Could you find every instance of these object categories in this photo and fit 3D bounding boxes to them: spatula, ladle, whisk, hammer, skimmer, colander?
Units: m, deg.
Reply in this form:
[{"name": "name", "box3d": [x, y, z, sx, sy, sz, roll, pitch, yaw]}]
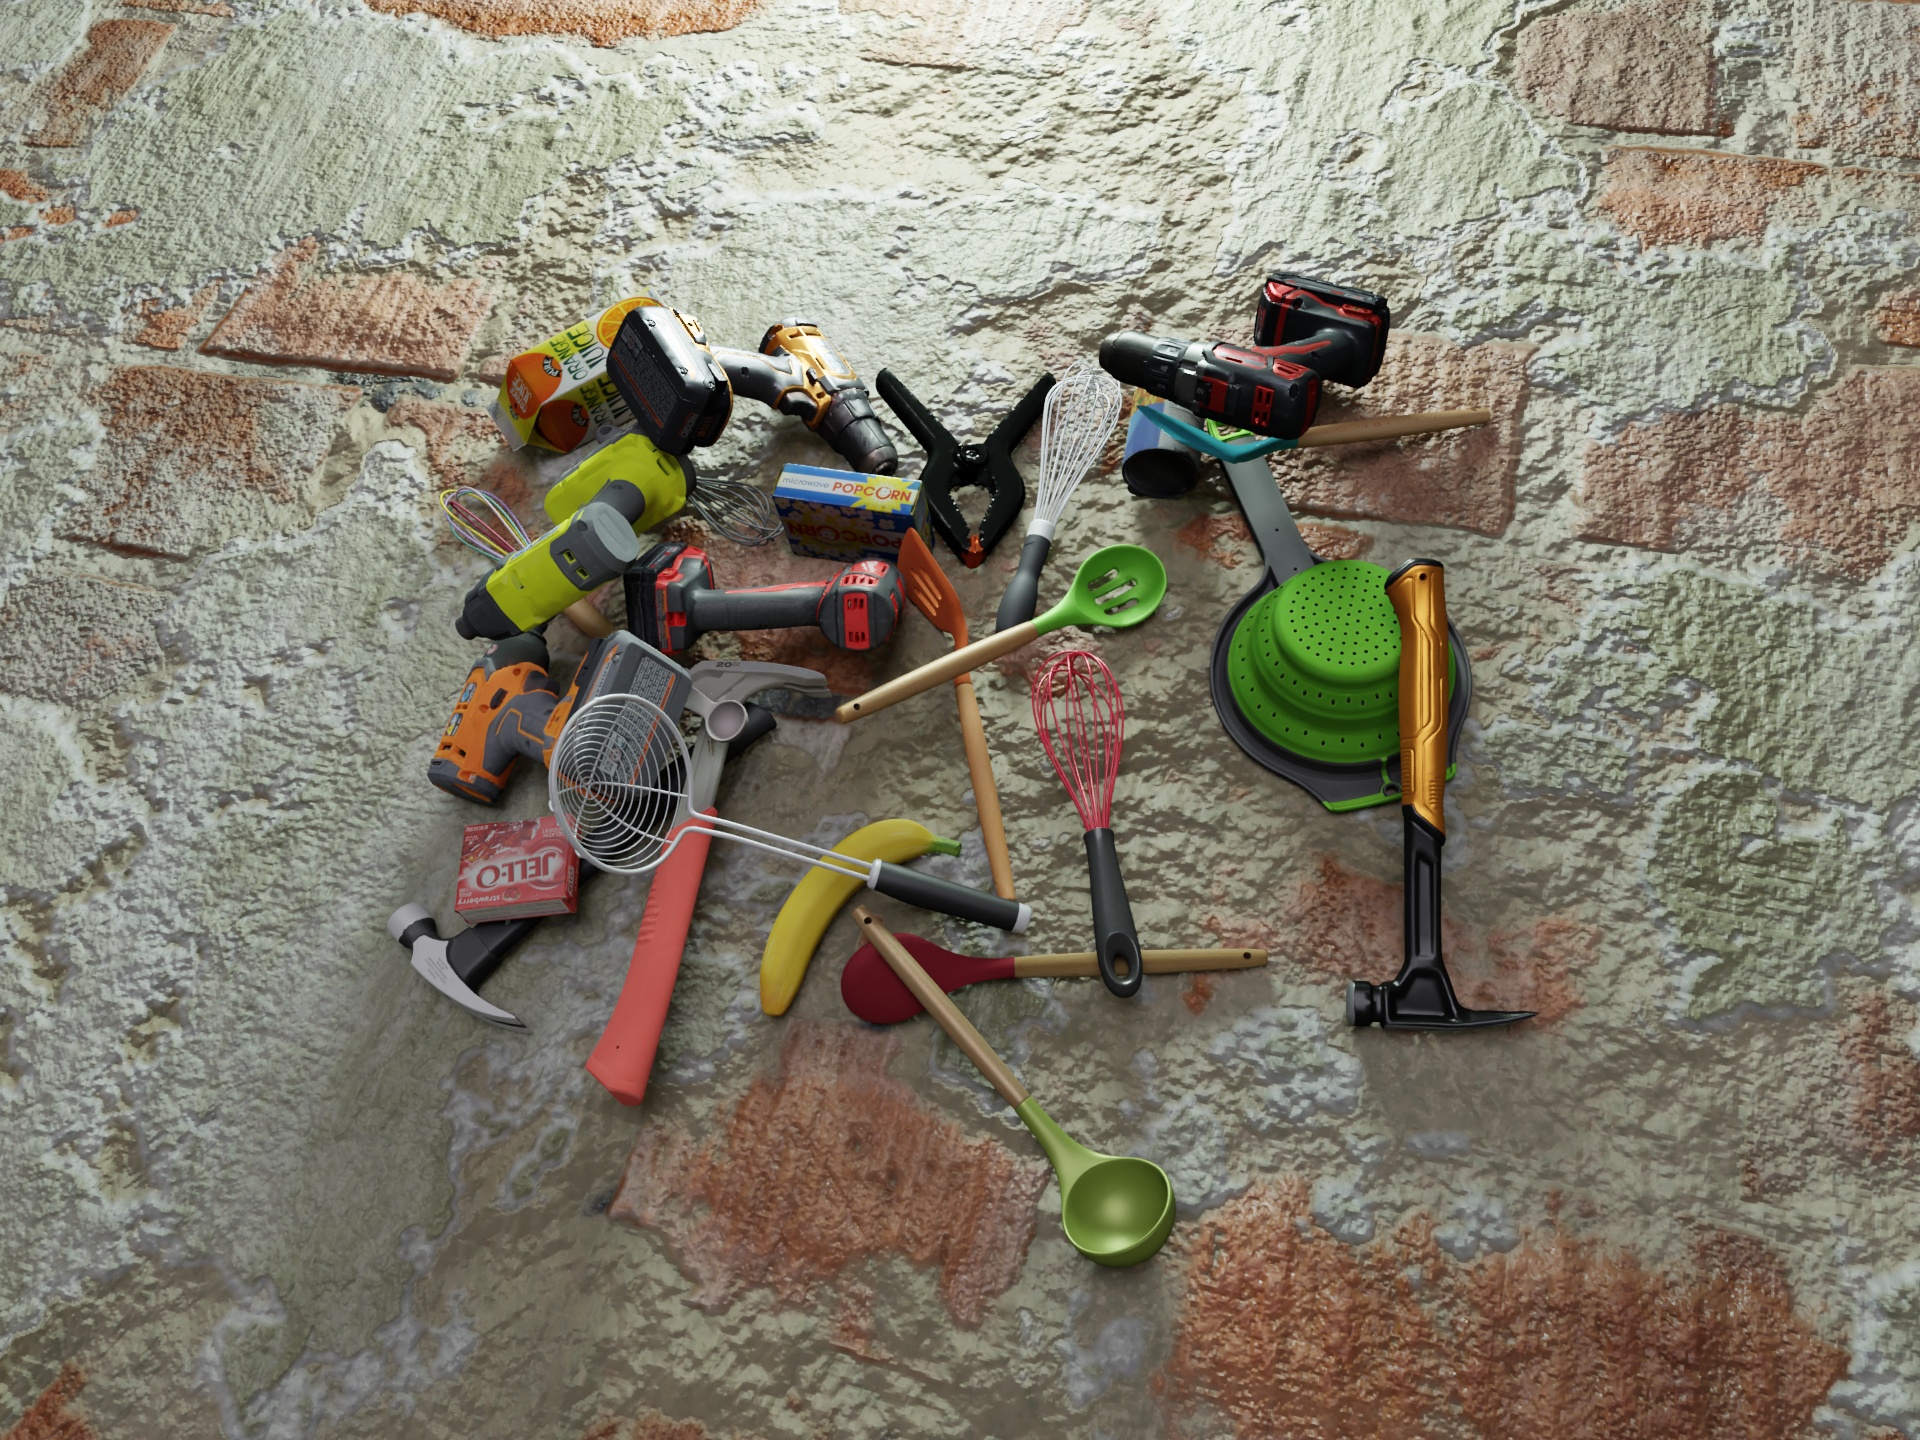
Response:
[{"name": "spatula", "box3d": [-0.002, -0.004, 1.271, 0.041, 0.081, 0.323, -5, 63, -14]}, {"name": "ladle", "box3d": [0.066, 0.182, 1.167, 0.315, 0.031, 0.069, -3, 62, 4]}, {"name": "whisk", "box3d": [0.102, 0.069, 1.200, 0.073, 0.073, 0.296, -9, 59, 3]}, {"name": "hammer", "box3d": [-0.202, 0.111, 1.196, 0.149, 0.036, 0.359, 3, 59, 11]}, {"name": "whisk", "box3d": [-0.380, -0.133, 1.403, 0.245, 0.047, 0.051, 40, 90, 22]}, {"name": "spatula", "box3d": [0.305, -0.248, 1.334, 0.317, 0.044, 0.082, -9, 33, -14]}, {"name": "hammer", "box3d": [-0.279, 0.101, 1.256, 0.335, 0.035, 0.146, -41, 62, -16]}, {"name": "skimmer", "box3d": [-0.113, 0.085, 1.136, 0.363, 0.090, 0.127, 18, 64, -8]}, {"name": "whisk", "box3d": [0.077, -0.187, 1.364, 0.070, 0.070, 0.285, 13, 68, 15]}, {"name": "whisk", "box3d": [-0.247, -0.216, 1.430, 0.239, 0.055, 0.055, 32, 69, 28]}, {"name": "colander", "box3d": [0.276, -0.123, 1.273, 0.204, 0.094, 0.398, -16, 59, -2]}, {"name": "ladle", "box3d": [0.026, 0.242, 1.101, 0.078, 0.062, 0.320, -37, 67, -17]}, {"name": "hammer", "box3d": [0.338, 0.050, 1.134, 0.127, 0.034, 0.337, 0, 81, 8]}]

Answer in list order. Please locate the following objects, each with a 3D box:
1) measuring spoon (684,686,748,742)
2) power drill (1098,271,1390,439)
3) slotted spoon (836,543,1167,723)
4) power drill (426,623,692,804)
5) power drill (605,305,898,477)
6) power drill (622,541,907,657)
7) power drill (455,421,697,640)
[{"name": "measuring spoon", "box3d": [-0.211, -0.016, 1.251, 0.124, 0.018, 0.034, 29, 80, 31]}, {"name": "power drill", "box3d": [0.243, -0.310, 1.338, 0.188, 0.080, 0.227, 23, 38, 27]}, {"name": "slotted spoon", "box3d": [0.036, -0.064, 1.269, 0.314, 0.031, 0.070, -26, 77, -25]}, {"name": "power drill", "box3d": [-0.318, -0.015, 1.255, 0.226, 0.084, 0.164, -1, 64, 41]}, {"name": "power drill", "box3d": [-0.170, -0.277, 1.382, 0.226, 0.084, 0.185, -9, 56, -45]}, {"name": "power drill", "box3d": [-0.154, -0.100, 1.309, 0.219, 0.078, 0.143, 0, 19, 6]}, {"name": "power drill", "box3d": [-0.316, -0.151, 1.309, 0.171, 0.080, 0.223, -27, 23, 25]}]
